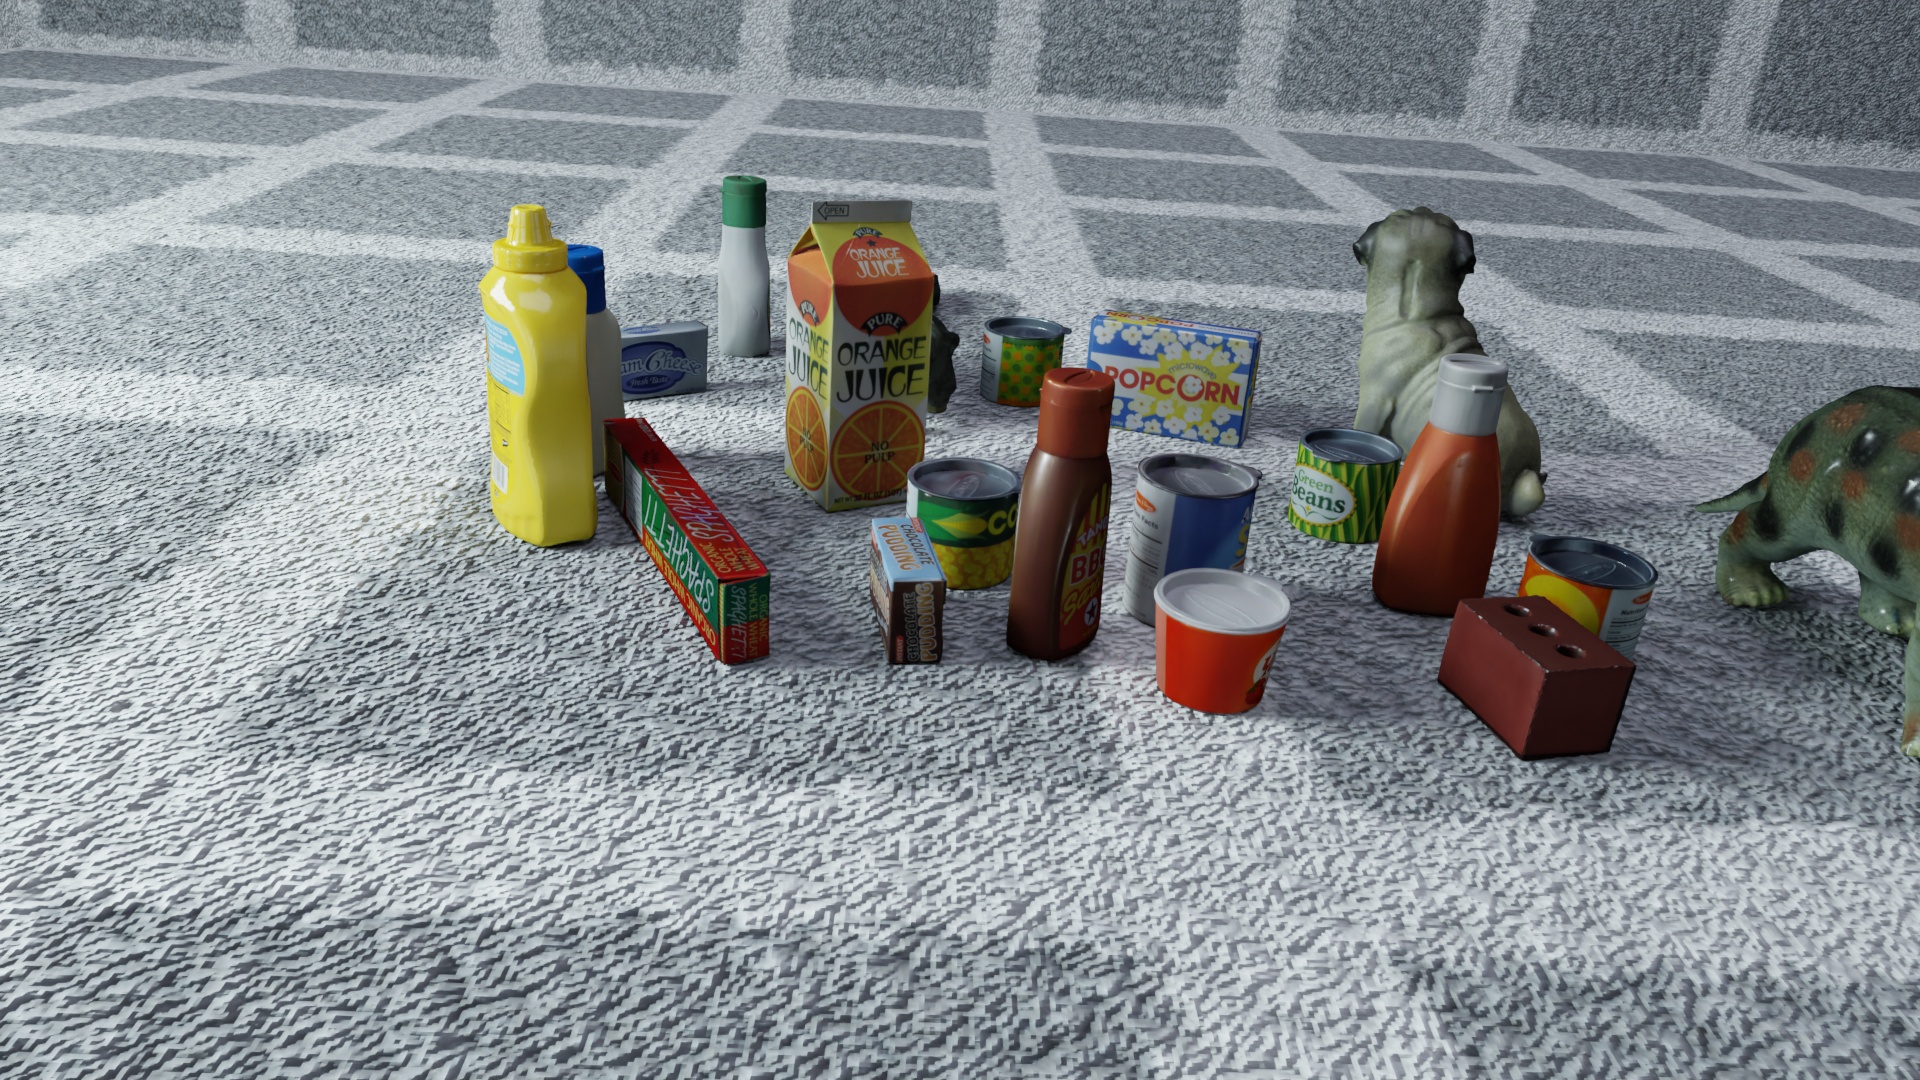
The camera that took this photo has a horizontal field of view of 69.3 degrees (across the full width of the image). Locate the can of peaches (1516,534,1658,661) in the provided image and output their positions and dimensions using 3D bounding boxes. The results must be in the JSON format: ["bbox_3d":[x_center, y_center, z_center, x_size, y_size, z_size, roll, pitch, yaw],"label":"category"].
[{"bbox_3d":[0.340,0.036,0.767,0.071,0.057,0.071,3,24,-1],"label":"can of peaches"}]

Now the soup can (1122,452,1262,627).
[{"bbox_3d":[0.131,0.001,0.781,0.071,0.083,0.071,3,24,-1],"label":"soup can"}]

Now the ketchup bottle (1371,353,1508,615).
[{"bbox_3d":[0.280,-0.031,0.796,0.065,0.148,0.044,3,24,-2],"label":"ketchup bottle"}]

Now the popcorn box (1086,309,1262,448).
[{"bbox_3d":[0.161,-0.125,1.066,0.127,0.084,0.038,11,25,15],"label":"popcorn box"}]

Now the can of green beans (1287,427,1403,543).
[{"bbox_3d":[0.253,-0.037,0.916,0.071,0.057,0.071,3,24,-1],"label":"can of green beans"}]

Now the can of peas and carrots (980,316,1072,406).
[{"bbox_3d":[0.052,-0.146,1.127,0.071,0.058,0.071,3,24,-1],"label":"can of peas and carrots"}]

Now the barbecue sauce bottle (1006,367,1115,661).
[{"bbox_3d":[0.054,-0.015,0.725,0.044,0.147,0.065,17,27,27],"label":"barbecue sauce bottle"}]

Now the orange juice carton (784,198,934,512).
[{"bbox_3d":[-0.066,-0.123,0.894,0.072,0.191,0.073,-10,27,-28],"label":"orange juice carton"}]

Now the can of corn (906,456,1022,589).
[{"bbox_3d":[0.003,-0.010,0.817,0.071,0.058,0.071,3,24,-1],"label":"can of corn"}]

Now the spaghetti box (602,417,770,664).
[{"bbox_3d":[-0.162,-0.008,0.795,0.029,0.050,0.251,-8,27,-26],"label":"spaghetti box"}]

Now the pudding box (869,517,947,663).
[{"bbox_3d":[-0.029,0.025,0.744,0.030,0.049,0.084,-1,24,-11],"label":"pudding box"}]

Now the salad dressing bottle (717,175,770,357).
[{"bbox_3d":[-0.183,-0.231,1.174,0.044,0.147,0.064,-4,25,-18],"label":"salad dressing bottle"}]

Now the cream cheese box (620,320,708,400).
[{"bbox_3d":[-0.245,-0.137,1.067,0.104,0.053,0.024,-11,28,-31],"label":"cream cheese box"}]

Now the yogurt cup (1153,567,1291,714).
[{"bbox_3d":[0.129,0.052,0.703,0.072,0.053,0.073,3,24,-1],"label":"yogurt cup"}]

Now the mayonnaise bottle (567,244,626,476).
[{"bbox_3d":[-0.248,-0.116,0.906,0.041,0.147,0.065,14,25,21],"label":"mayonnaise bottle"}]
